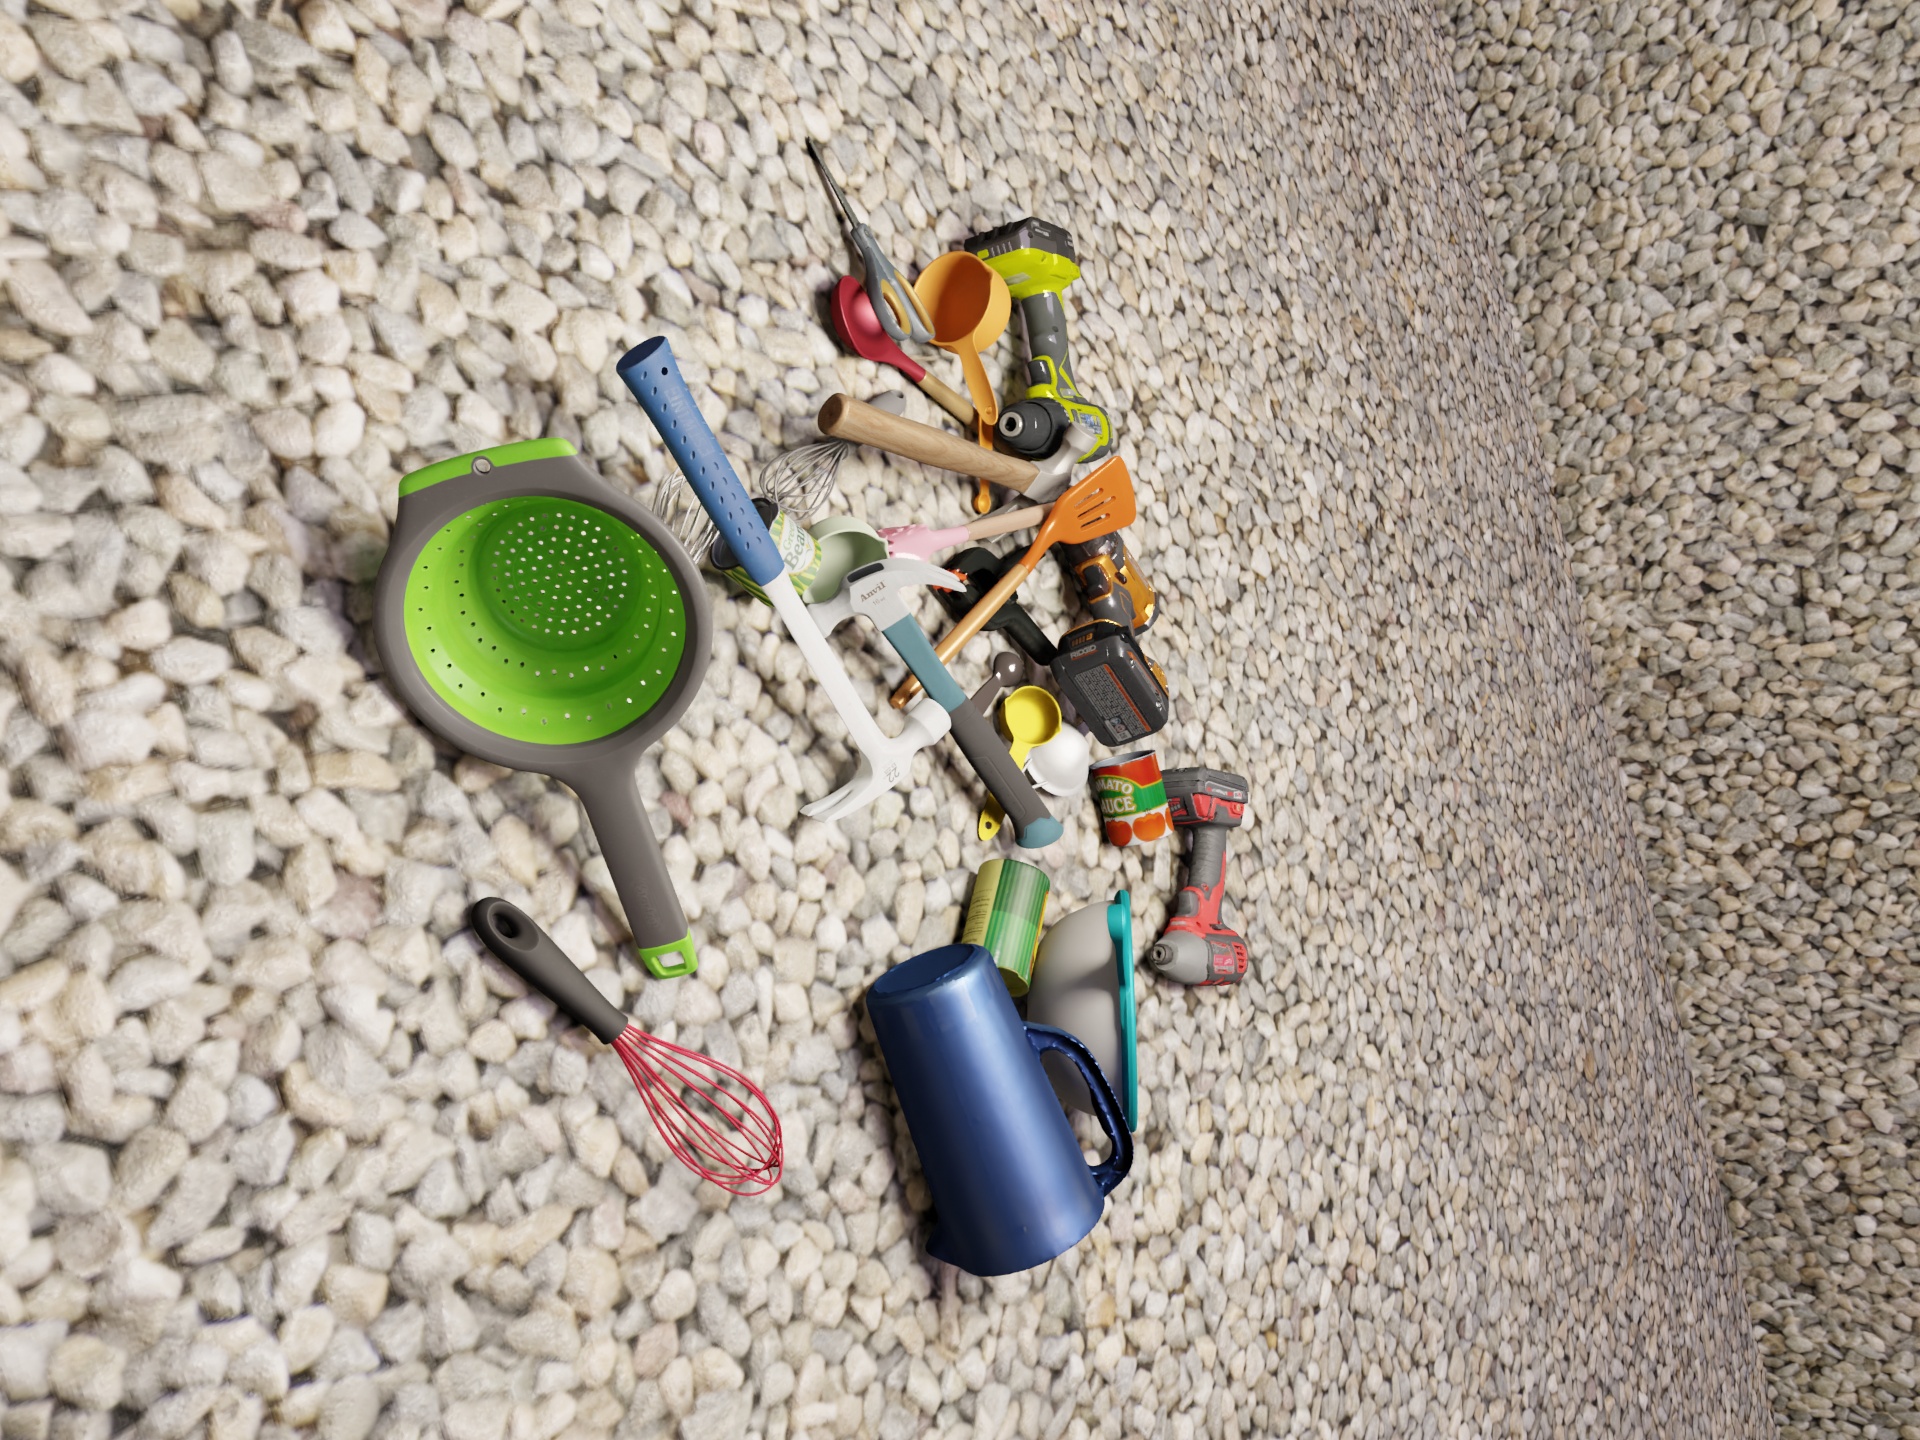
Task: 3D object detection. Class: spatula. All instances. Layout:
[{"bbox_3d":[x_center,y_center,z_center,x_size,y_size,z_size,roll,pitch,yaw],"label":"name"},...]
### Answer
[{"bbox_3d":[0.048,-0.118,1.426,0.323,0.041,0.080,-48,139,-26],"label":"spatula"}]

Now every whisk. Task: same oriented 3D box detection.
[{"bbox_3d":[-0.217,0.219,1.063,0.295,0.073,0.073,49,46,-23],"label":"whisk"},{"bbox_3d":[-0.100,-0.228,1.334,0.055,0.055,0.239,62,36,-20],"label":"whisk"},{"bbox_3d":[-0.219,-0.085,1.147,0.057,0.059,0.246,58,41,-59],"label":"whisk"}]

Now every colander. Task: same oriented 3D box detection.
[{"bbox_3d":[-0.243,-0.006,1.053,0.095,0.204,0.396,-104,180,-61],"label":"colander"}]

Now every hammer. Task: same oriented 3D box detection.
[{"bbox_3d":[-0.138,-0.095,1.175,0.144,0.035,0.405,-45,128,-23],"label":"hammer"},{"bbox_3d":[-0.002,-0.004,1.355,0.330,0.128,0.033,55,2,-34],"label":"hammer"},{"bbox_3d":[-0.007,-0.230,1.384,0.031,0.130,0.331,48,24,29],"label":"hammer"}]

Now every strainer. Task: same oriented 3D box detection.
[{"bbox_3d":[0.100,0.227,1.348,0.340,0.095,0.211,77,12,-62],"label":"strainer"},{"bbox_3d":[0.128,0.001,1.571,0.087,0.050,0.258,56,38,-5],"label":"strainer"}]

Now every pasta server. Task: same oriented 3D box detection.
[{"bbox_3d":[0.028,-0.171,1.434,0.316,0.040,0.060,-19,123,-38],"label":"pasta server"}]

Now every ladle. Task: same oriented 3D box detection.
[{"bbox_3d":[-0.021,-0.307,1.470,0.315,0.031,0.069,30,53,-46],"label":"ladle"}]

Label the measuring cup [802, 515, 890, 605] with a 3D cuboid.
[{"bbox_3d":[-0.076,-0.104,1.319,0.167,0.083,0.038,50,7,-42],"label":"measuring cup"}]

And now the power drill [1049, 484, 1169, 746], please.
[{"bbox_3d":[0.134,-0.109,1.538,0.185,0.084,0.226,52,27,-35],"label":"power drill"}]

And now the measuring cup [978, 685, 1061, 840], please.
[{"bbox_3d":[0.044,0.041,1.465,0.062,0.029,0.157,28,70,-14],"label":"measuring cup"}]

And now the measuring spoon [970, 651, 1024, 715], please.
[{"bbox_3d":[0.029,-0.024,1.465,0.034,0.018,0.124,61,42,-22],"label":"measuring spoon"}]

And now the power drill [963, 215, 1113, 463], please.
[{"bbox_3d":[0.072,-0.361,1.545,0.190,0.080,0.228,-13,91,-62],"label":"power drill"}]

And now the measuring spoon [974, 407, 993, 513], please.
[{"bbox_3d":[0.020,-0.254,1.502,0.021,0.011,0.117,-5,97,-54],"label":"measuring spoon"}]

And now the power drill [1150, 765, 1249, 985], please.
[{"bbox_3d":[0.240,0.163,1.643,0.143,0.078,0.220,12,74,-49],"label":"power drill"}]

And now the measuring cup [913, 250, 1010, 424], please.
[{"bbox_3d":[0.015,-0.343,1.458,0.052,0.095,0.174,8,62,-60],"label":"measuring cup"}]
